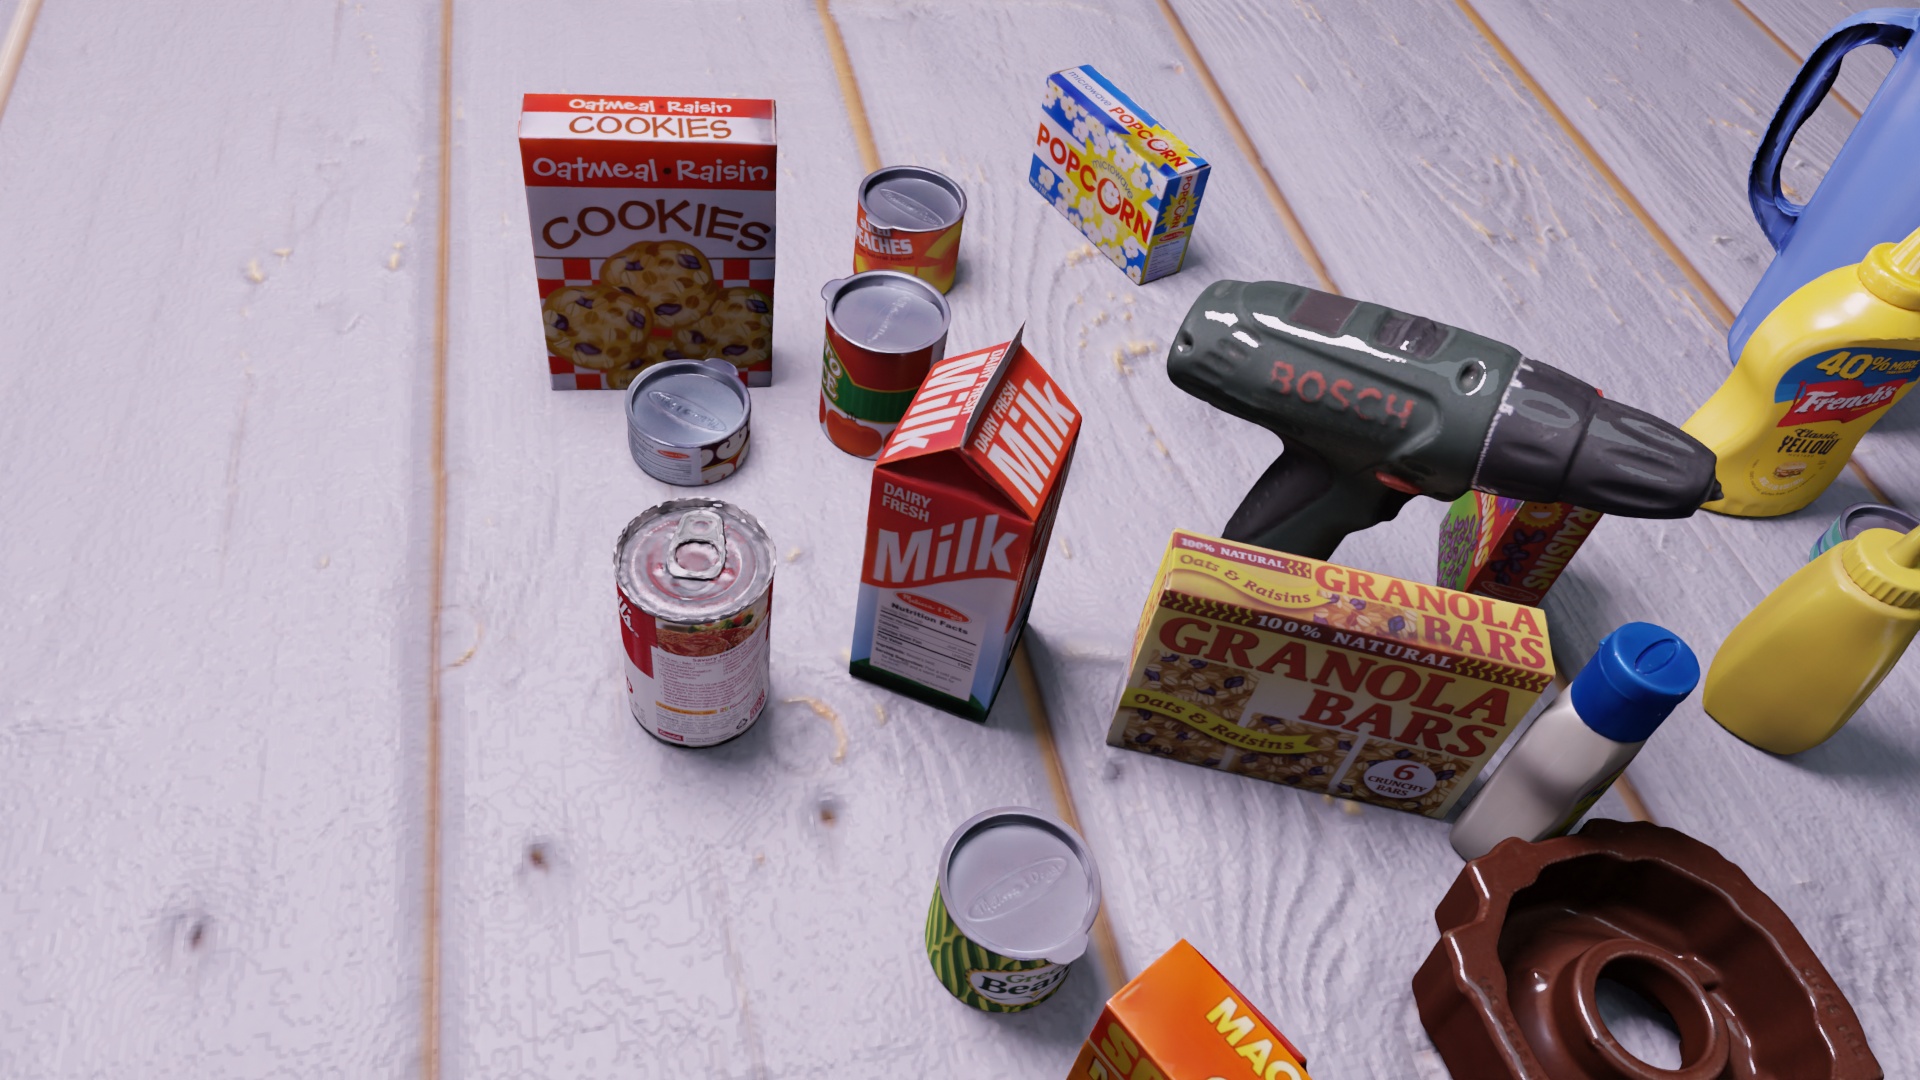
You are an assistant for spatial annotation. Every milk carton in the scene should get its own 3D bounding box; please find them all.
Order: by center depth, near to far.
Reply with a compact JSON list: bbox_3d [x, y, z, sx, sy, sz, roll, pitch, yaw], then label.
[{"bbox_3d":[0.002,-0.008,0.622,0.073,0.189,0.073,20,50,8],"label":"milk carton"}]

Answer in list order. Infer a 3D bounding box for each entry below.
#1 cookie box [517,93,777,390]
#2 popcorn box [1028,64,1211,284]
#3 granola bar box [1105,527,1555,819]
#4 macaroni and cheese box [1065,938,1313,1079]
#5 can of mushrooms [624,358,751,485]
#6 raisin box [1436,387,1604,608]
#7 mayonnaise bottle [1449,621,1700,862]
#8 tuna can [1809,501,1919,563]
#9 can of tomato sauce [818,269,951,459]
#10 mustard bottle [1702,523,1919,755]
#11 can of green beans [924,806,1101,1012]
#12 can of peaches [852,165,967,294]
[{"bbox_3d":[-0.160,-0.153,0.734,0.123,0.166,0.040,-2,50,-11],"label":"cookie box"},{"bbox_3d":[0.100,-0.239,0.905,0.038,0.084,0.127,-24,58,-27],"label":"popcorn box"},{"bbox_3d":[0.161,0.063,0.631,0.166,0.123,0.039,13,49,1],"label":"granola bar box"},{"bbox_3d":[0.085,0.220,0.457,0.040,0.165,0.124,-29,60,-29],"label":"macaroni and cheese box"},{"bbox_3d":[-0.145,-0.065,0.749,0.071,0.033,0.071,5,49,-5],"label":"can of mushrooms"},{"bbox_3d":[0.288,-0.013,0.718,0.040,0.122,0.086,16,49,5],"label":"raisin box"},{"bbox_3d":[0.268,0.093,0.607,0.065,0.147,0.041,-27,59,-28],"label":"mayonnaise bottle"},{"bbox_3d":[0.525,0.014,0.794,0.071,0.032,0.071,5,49,-5],"label":"tuna can"},{"bbox_3d":[-0.045,-0.095,0.759,0.071,0.082,0.071,5,49,-5],"label":"can of tomato sauce"},{"bbox_3d":[0.425,0.040,0.671,0.065,0.159,0.049,34,53,19],"label":"mustard bottle"},{"bbox_3d":[0.020,0.153,0.574,0.071,0.057,0.071,5,49,-5],"label":"can of green beans"},{"bbox_3d":[-0.034,-0.187,0.856,0.071,0.057,0.071,5,49,-5],"label":"can of peaches"}]
